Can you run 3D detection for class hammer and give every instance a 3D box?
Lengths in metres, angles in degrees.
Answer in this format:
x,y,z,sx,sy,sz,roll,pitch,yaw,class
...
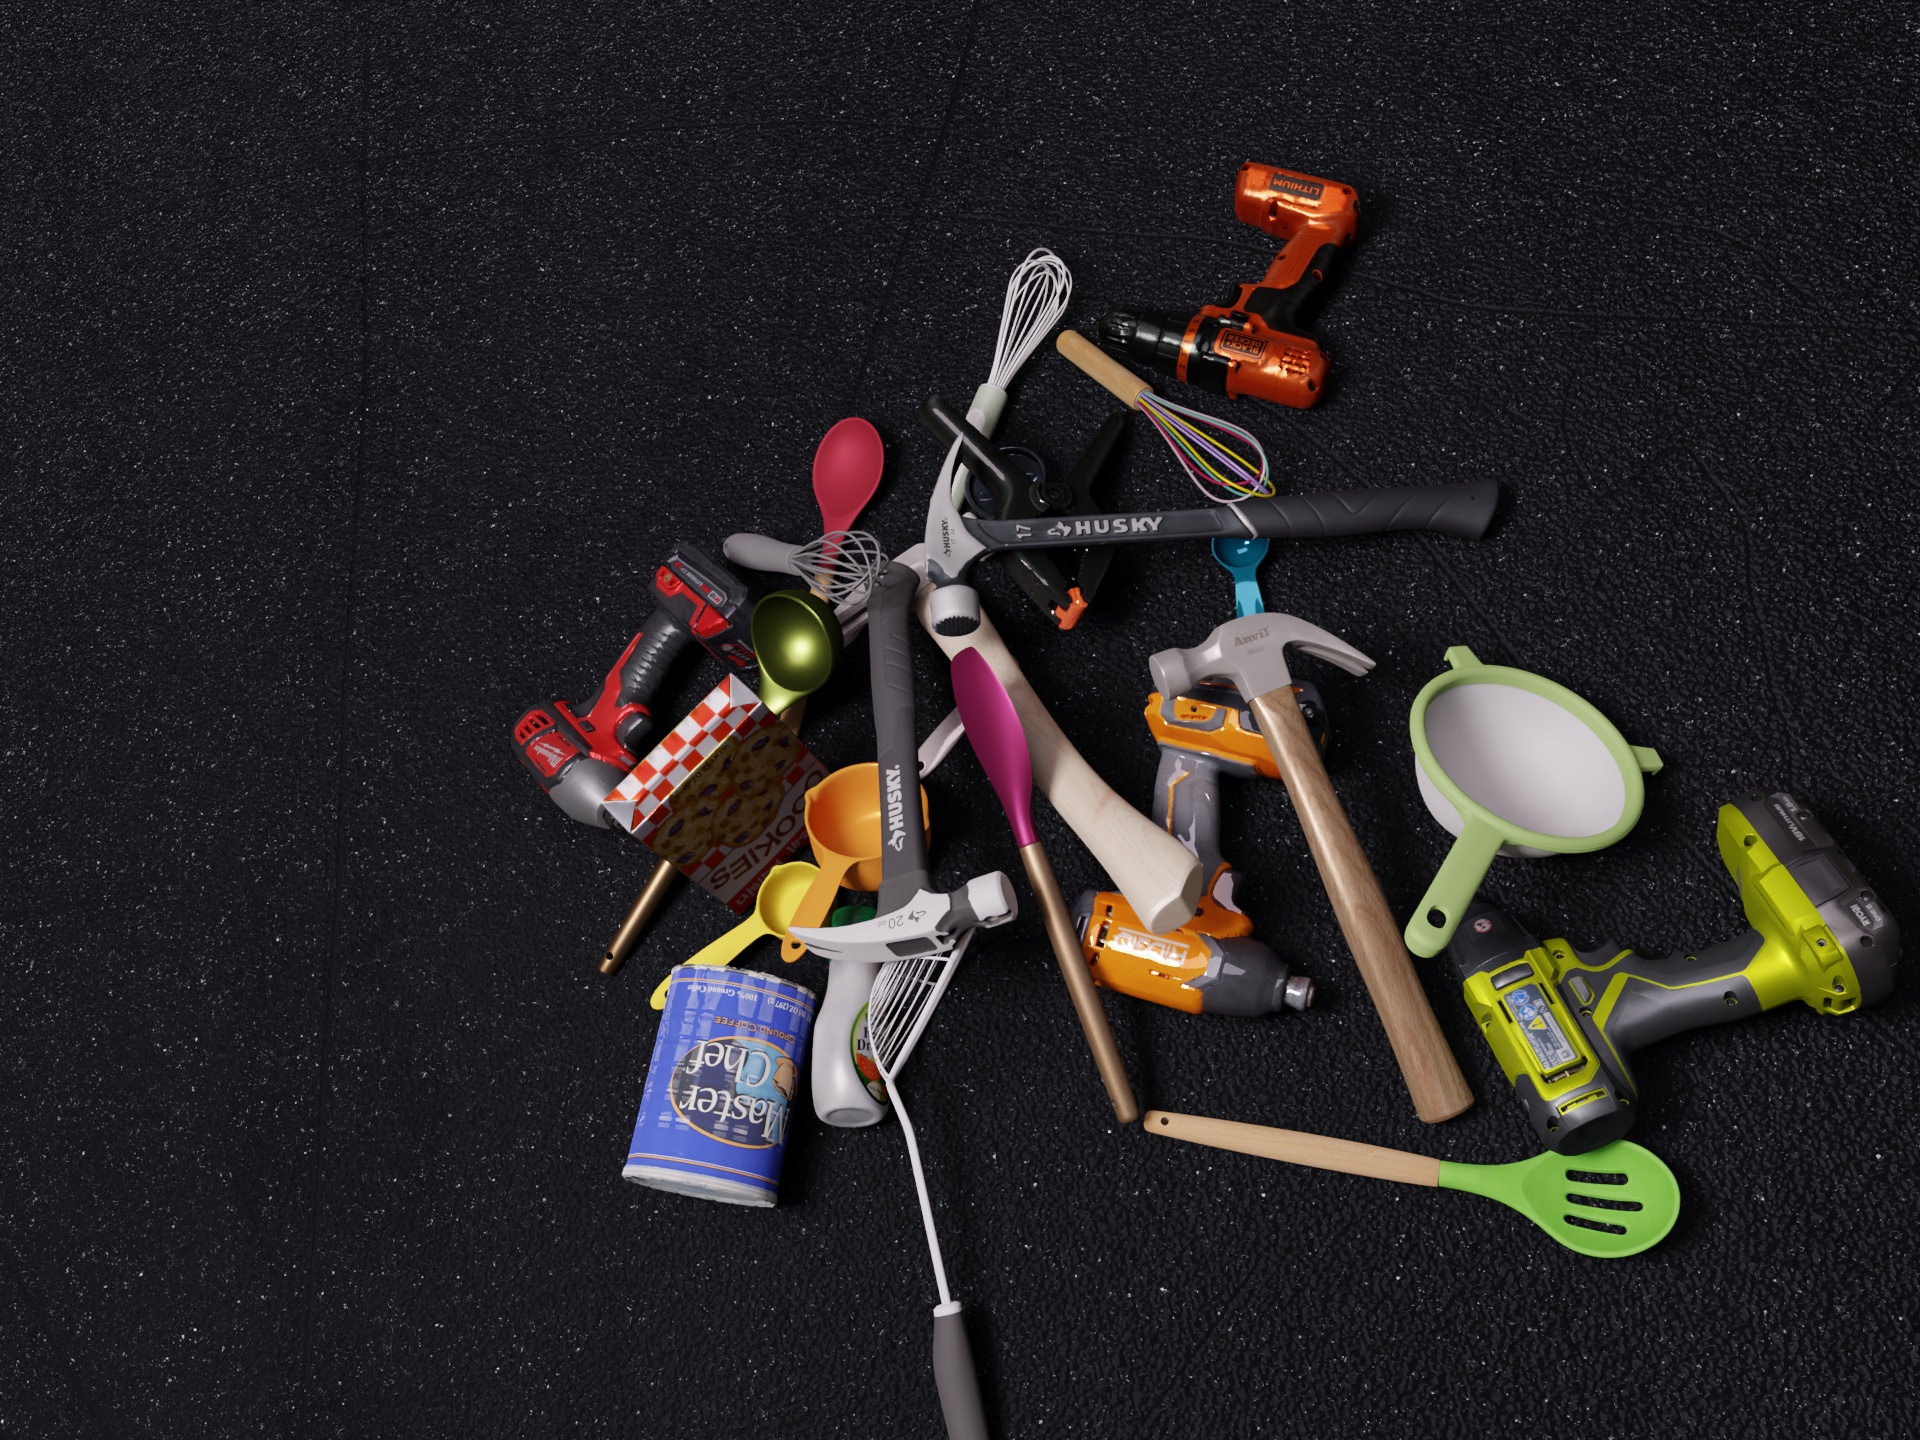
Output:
x,y,z,sx,sy,sz,roll,pitch,yaw,class
-0.048,0.016,1.090,0.146,0.035,0.335,-20,48,16,hammer
0.177,-0.143,1.120,0.409,0.036,0.149,-4,66,-3,hammer
0.035,0.004,1.097,0.146,0.038,0.411,-35,45,1,hammer
0.240,0.087,0.993,0.130,0.031,0.331,-21,82,-6,hammer

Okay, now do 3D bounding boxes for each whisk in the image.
x,y,z,sx,sy,sz,roll,pitch,yaw,class
0.153,-0.238,1.224,0.047,0.051,0.245,-30,54,-20,whisk
0.030,-0.271,1.280,0.058,0.059,0.246,14,75,35,whisk
-0.125,-0.124,1.210,0.239,0.055,0.055,17,69,55,whisk

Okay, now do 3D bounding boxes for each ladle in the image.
x,y,z,sx,sy,sz,roll,pitch,yaw,class
-0.111,-0.095,1.253,0.069,0.031,0.316,-1,67,31,ladle
-0.184,0.048,1.164,0.078,0.062,0.320,32,91,21,ladle

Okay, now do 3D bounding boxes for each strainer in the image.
x,y,z,sx,sy,sz,roll,pitch,yaw,class
0.321,0.070,0.982,0.151,0.069,0.256,31,50,15,strainer

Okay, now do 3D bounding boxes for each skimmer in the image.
x,y,z,sx,sy,sz,roll,pitch,yaw,class
0.008,0.302,1.004,0.090,0.127,0.363,-10,73,-7,skimmer

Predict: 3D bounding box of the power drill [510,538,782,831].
x,y,z,sx,sy,sz,roll,pitch,yaw,class
-0.237,-0.019,1.221,0.219,0.078,0.143,-48,50,-3,power drill

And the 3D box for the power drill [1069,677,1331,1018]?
x,y,z,sx,sy,sz,roll,pitch,yaw,class
0.175,0.083,1.053,0.164,0.084,0.226,14,75,22,power drill

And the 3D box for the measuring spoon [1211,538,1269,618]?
x,y,z,sx,sy,sz,roll,pitch,yaw,class
0.210,-0.086,1.158,0.042,0.021,0.129,-9,73,14,measuring spoon

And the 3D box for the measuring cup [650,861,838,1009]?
x,y,z,sx,sy,sz,roll,pitch,yaw,class
-0.155,0.162,1.149,0.156,0.029,0.062,-36,61,1,measuring cup

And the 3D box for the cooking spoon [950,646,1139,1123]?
x,y,z,sx,sy,sz,roll,pitch,yaw,class
0.053,0.104,1.020,0.017,0.069,0.319,-17,84,-28,cooking spoon

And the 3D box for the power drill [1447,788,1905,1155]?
x,y,z,sx,sy,sz,roll,pitch,yaw,class
0.415,0.138,0.949,0.223,0.080,0.171,-26,49,8,power drill

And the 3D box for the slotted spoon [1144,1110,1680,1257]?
x,y,z,sx,sy,sz,roll,pitch,yaw,class
0.265,0.269,0.968,0.314,0.031,0.070,5,61,21,slotted spoon

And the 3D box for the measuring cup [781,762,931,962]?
x,y,z,sx,sy,sz,roll,pitch,yaw,class
-0.080,0.109,1.108,0.095,0.052,0.174,14,52,18,measuring cup

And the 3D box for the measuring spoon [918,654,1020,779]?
x,y,z,sx,sy,sz,roll,pitch,yaw,class
-0.002,-0.004,1.181,0.034,0.018,0.124,35,81,27,measuring spoon
